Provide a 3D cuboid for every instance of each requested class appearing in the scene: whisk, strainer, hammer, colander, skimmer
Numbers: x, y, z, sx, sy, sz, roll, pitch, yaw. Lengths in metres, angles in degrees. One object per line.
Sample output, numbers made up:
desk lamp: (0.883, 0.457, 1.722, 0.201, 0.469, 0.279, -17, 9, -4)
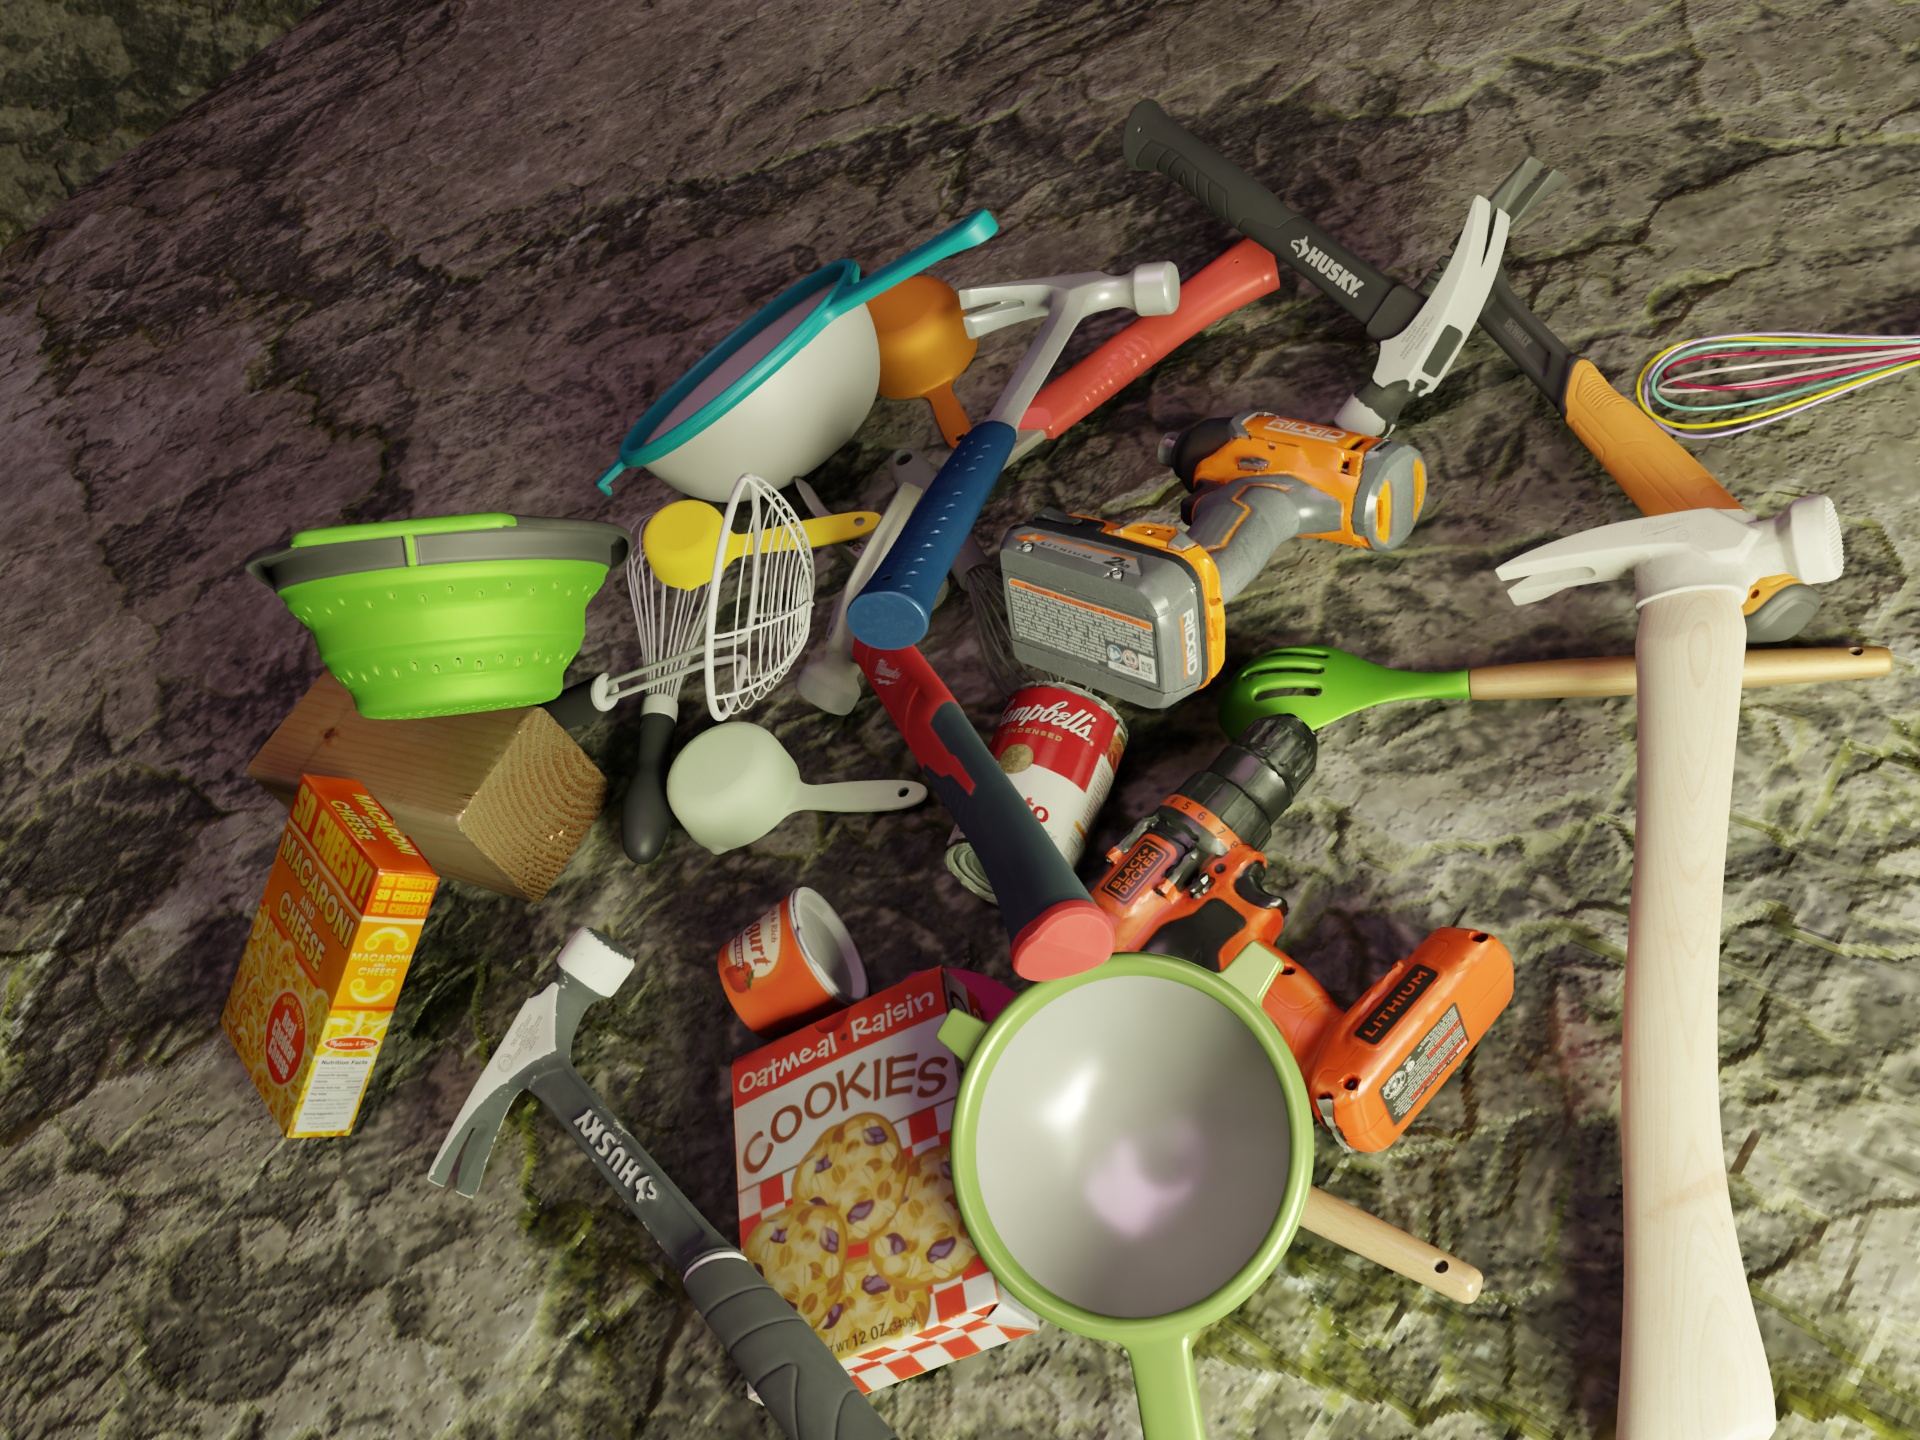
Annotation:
whisk: (0.012, -0.088, 0.938, 0.055, 0.055, 0.239, -30, 54, 0)
strainer: (-0.083, -0.233, 1.066, 0.340, 0.095, 0.211, -17, 32, 42)
hammer: (-0.122, 0.236, 0.702, 0.149, 0.036, 0.409, -54, 41, -7)
colander: (-0.291, -0.051, 0.961, 0.204, 0.094, 0.397, -6, 0, -7)
hammer: (0.065, -0.216, 1.057, 0.359, 0.036, 0.149, -38, 51, -9)
whisk: (-0.190, -0.030, 1.017, 0.070, 0.070, 0.285, -14, 51, 16)
whisk: (0.481, -0.193, 0.822, 0.245, 0.051, 0.047, -7, 43, 18)
hammer: (0.202, -0.318, 1.006, 0.146, 0.035, 0.335, -56, 46, 23)
hammer: (0.282, 0.085, 0.649, 0.146, 0.038, 0.411, -8, 54, 36)
strainer: (0.083, 0.223, 0.633, 0.151, 0.069, 0.257, -17, 65, 19)
skimmer: (-0.199, -0.039, 0.911, 0.363, 0.090, 0.127, -16, 60, 47)
hammer: (0.017, -0.169, 0.917, 0.144, 0.035, 0.406, 1, 37, 21)
hammer: (-0.001, -0.003, 0.789, 0.143, 0.038, 0.387, -61, 26, 14)
hammer: (0.344, -0.167, 0.840, 0.127, 0.034, 0.337, -54, 37, 32)

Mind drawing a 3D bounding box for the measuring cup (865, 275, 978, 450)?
measuring cup: (-0.026, -0.255, 1.132, 0.095, 0.052, 0.174, -26, 45, 4)

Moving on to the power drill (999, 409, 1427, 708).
power drill: (0.125, -0.103, 0.868, 0.164, 0.084, 0.226, 22, 44, 40)

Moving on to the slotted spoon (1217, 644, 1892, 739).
slotted spoon: (0.278, -0.021, 0.783, 0.314, 0.031, 0.070, -3, 43, 24)

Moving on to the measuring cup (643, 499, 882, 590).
measuring cup: (-0.128, -0.122, 1.013, 0.156, 0.029, 0.062, -8, 57, 10)

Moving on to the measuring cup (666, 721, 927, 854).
measuring cup: (-0.098, 0.034, 0.917, 0.167, 0.038, 0.083, -2, 50, 29)

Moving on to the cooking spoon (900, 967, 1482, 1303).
cooking spoon: (0.080, 0.179, 0.709, 0.319, 0.017, 0.069, 18, 61, 39)
